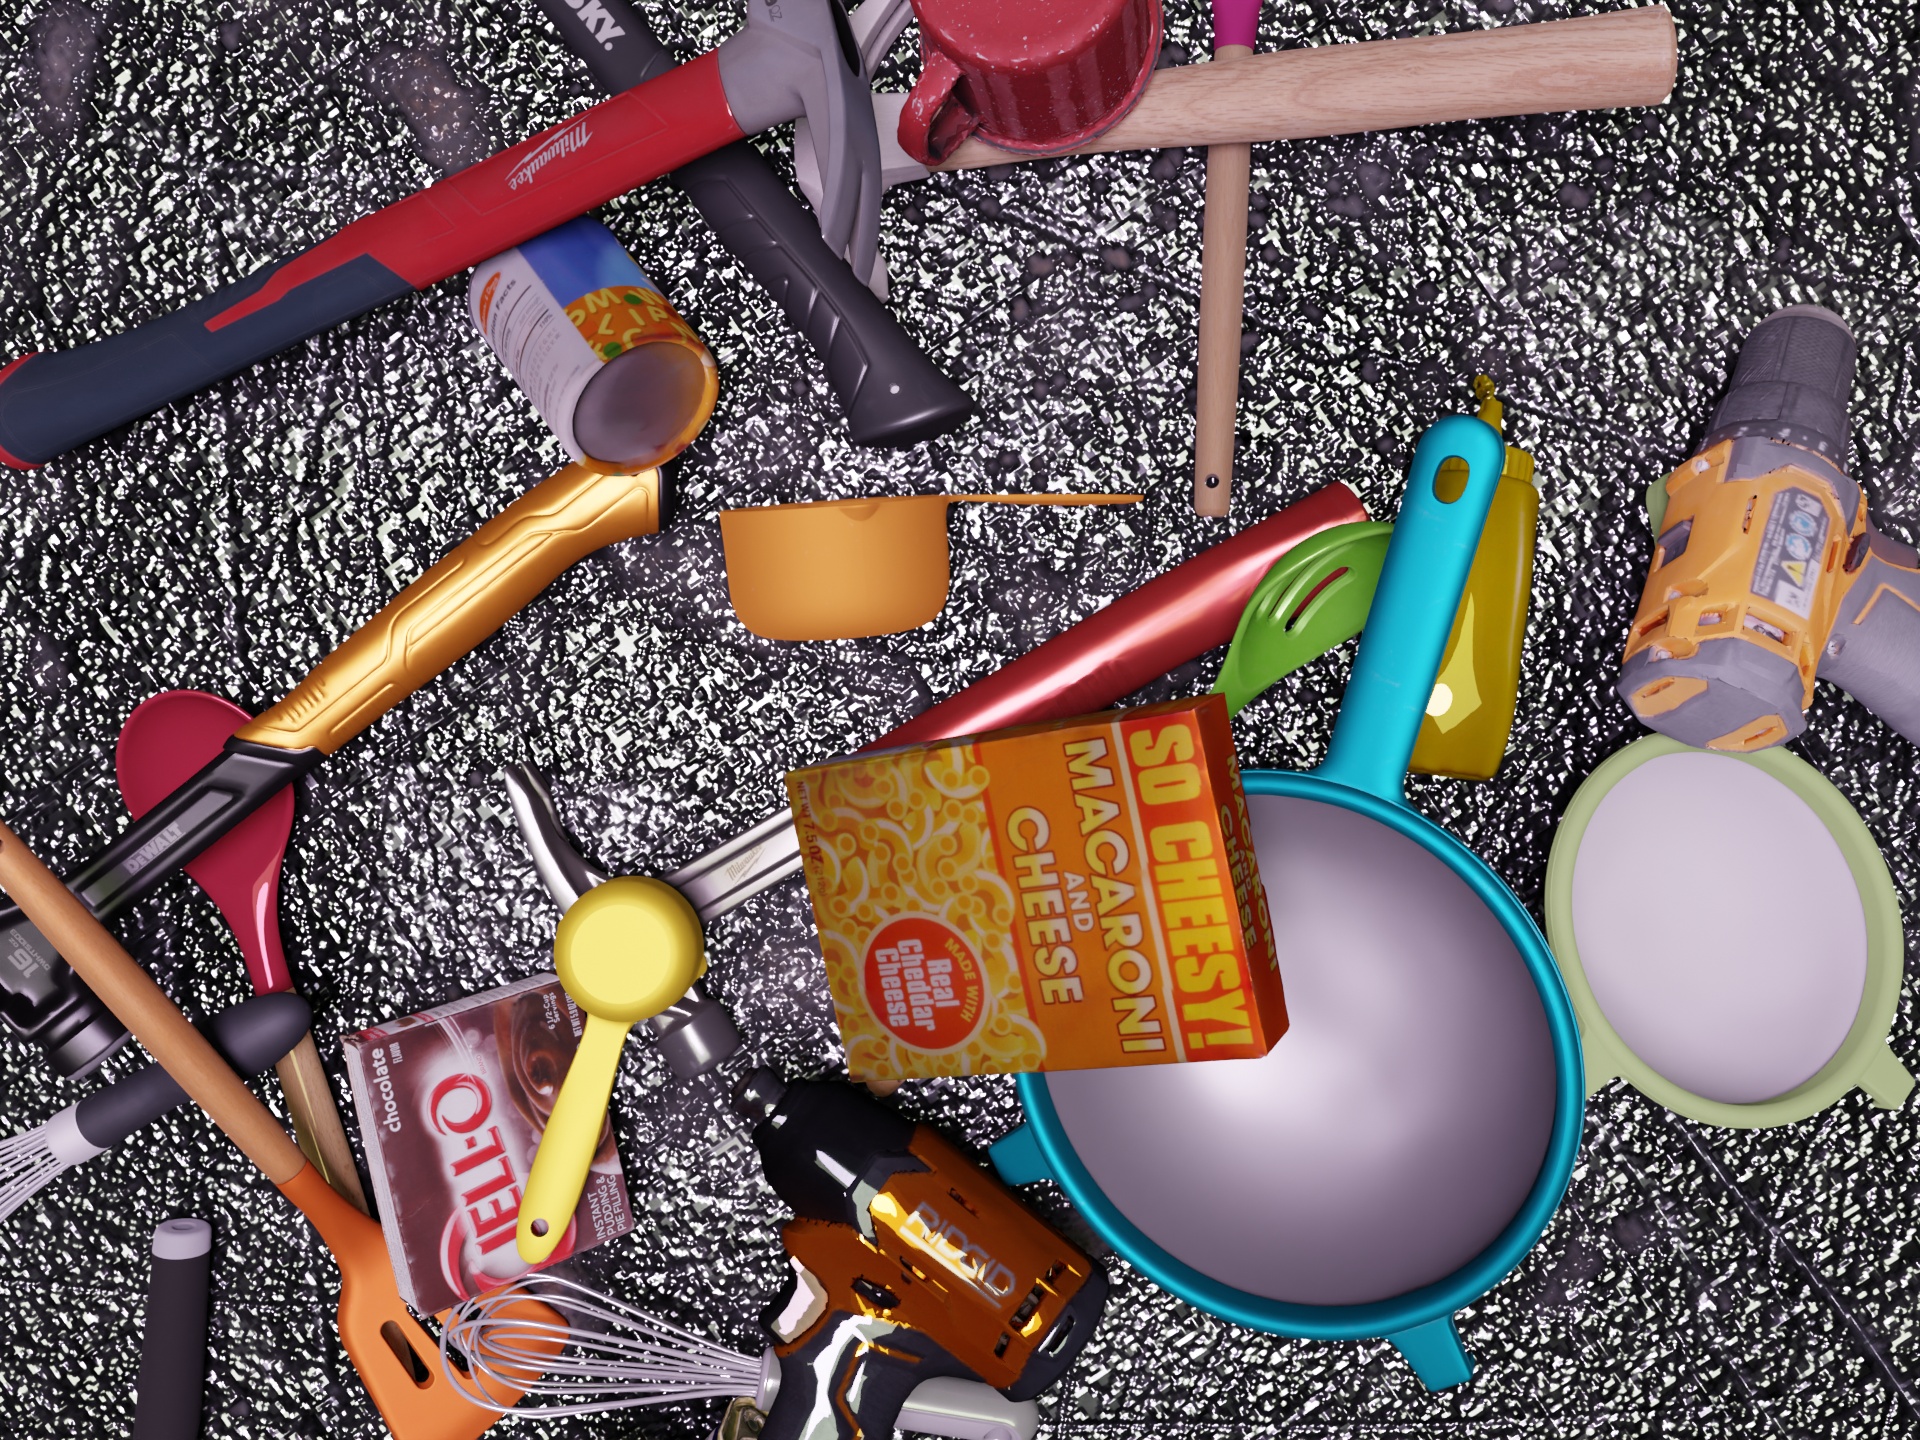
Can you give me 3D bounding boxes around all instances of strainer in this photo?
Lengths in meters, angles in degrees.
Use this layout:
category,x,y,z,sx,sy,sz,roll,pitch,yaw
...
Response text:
category,x,y,z,sx,sy,sz,roll,pitch,yaw
strainer,0.282,0.030,0.635,0.151,0.069,0.256,4,76,-12
strainer,0.146,0.057,0.597,0.211,0.095,0.340,19,104,24

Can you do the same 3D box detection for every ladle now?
category,x,y,z,sx,sy,sz,roll,pitch,yaw
ladle,-0.279,0.139,0.667,0.069,0.031,0.315,-15,95,3

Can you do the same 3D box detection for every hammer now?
category,x,y,z,sx,sy,sz,roll,pitch,yaw
hammer,-0.256,-0.011,0.629,0.337,0.034,0.127,-39,101,-5
hammer,-0.210,-0.158,0.583,0.386,0.038,0.143,-18,69,17
hammer,-0.001,-0.002,0.647,0.359,0.037,0.149,-30,93,3
hammer,-0.108,-0.239,0.613,0.146,0.035,0.335,-39,84,3
hammer,0.099,-0.241,0.613,0.331,0.031,0.130,-3,93,9

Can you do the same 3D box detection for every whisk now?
category,x,y,z,sx,sy,sz,roll,pitch,yaw
whisk,-0.385,0.182,0.647,0.284,0.070,0.070,-29,93,6
whisk,-0.088,0.268,0.650,0.246,0.059,0.057,11,131,-4

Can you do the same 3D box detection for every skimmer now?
category,x,y,z,sx,sy,sz,roll,pitch,yaw
skimmer,-0.366,0.393,0.653,0.127,0.090,0.363,8,92,32

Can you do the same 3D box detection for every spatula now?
category,x,y,z,sx,sy,sz,roll,pitch,yaw
spatula,-0.271,0.160,0.615,0.081,0.041,0.322,-40,118,-23

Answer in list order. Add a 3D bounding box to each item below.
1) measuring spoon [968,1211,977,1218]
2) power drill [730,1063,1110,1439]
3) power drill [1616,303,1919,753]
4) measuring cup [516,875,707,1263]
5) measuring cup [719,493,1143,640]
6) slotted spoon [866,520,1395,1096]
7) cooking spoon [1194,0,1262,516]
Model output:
category,x,y,z,sx,sy,sz,roll,pitch,yaw
measuring spoon,-0.027,0.248,0.670,0.042,0.021,0.128,40,94,-2
power drill,-0.071,0.251,0.596,0.164,0.084,0.226,40,76,-2
power drill,0.372,-0.046,0.603,0.226,0.084,0.185,25,69,-2
measuring cup,-0.145,0.137,0.617,0.062,0.029,0.156,17,84,-1
measuring cup,-0.007,-0.063,0.630,0.173,0.095,0.052,-5,99,-17
slotted spoon,0.062,0.039,0.628,0.313,0.070,0.031,-49,52,15
cooking spoon,0.108,-0.242,0.637,0.069,0.017,0.319,3,93,7
